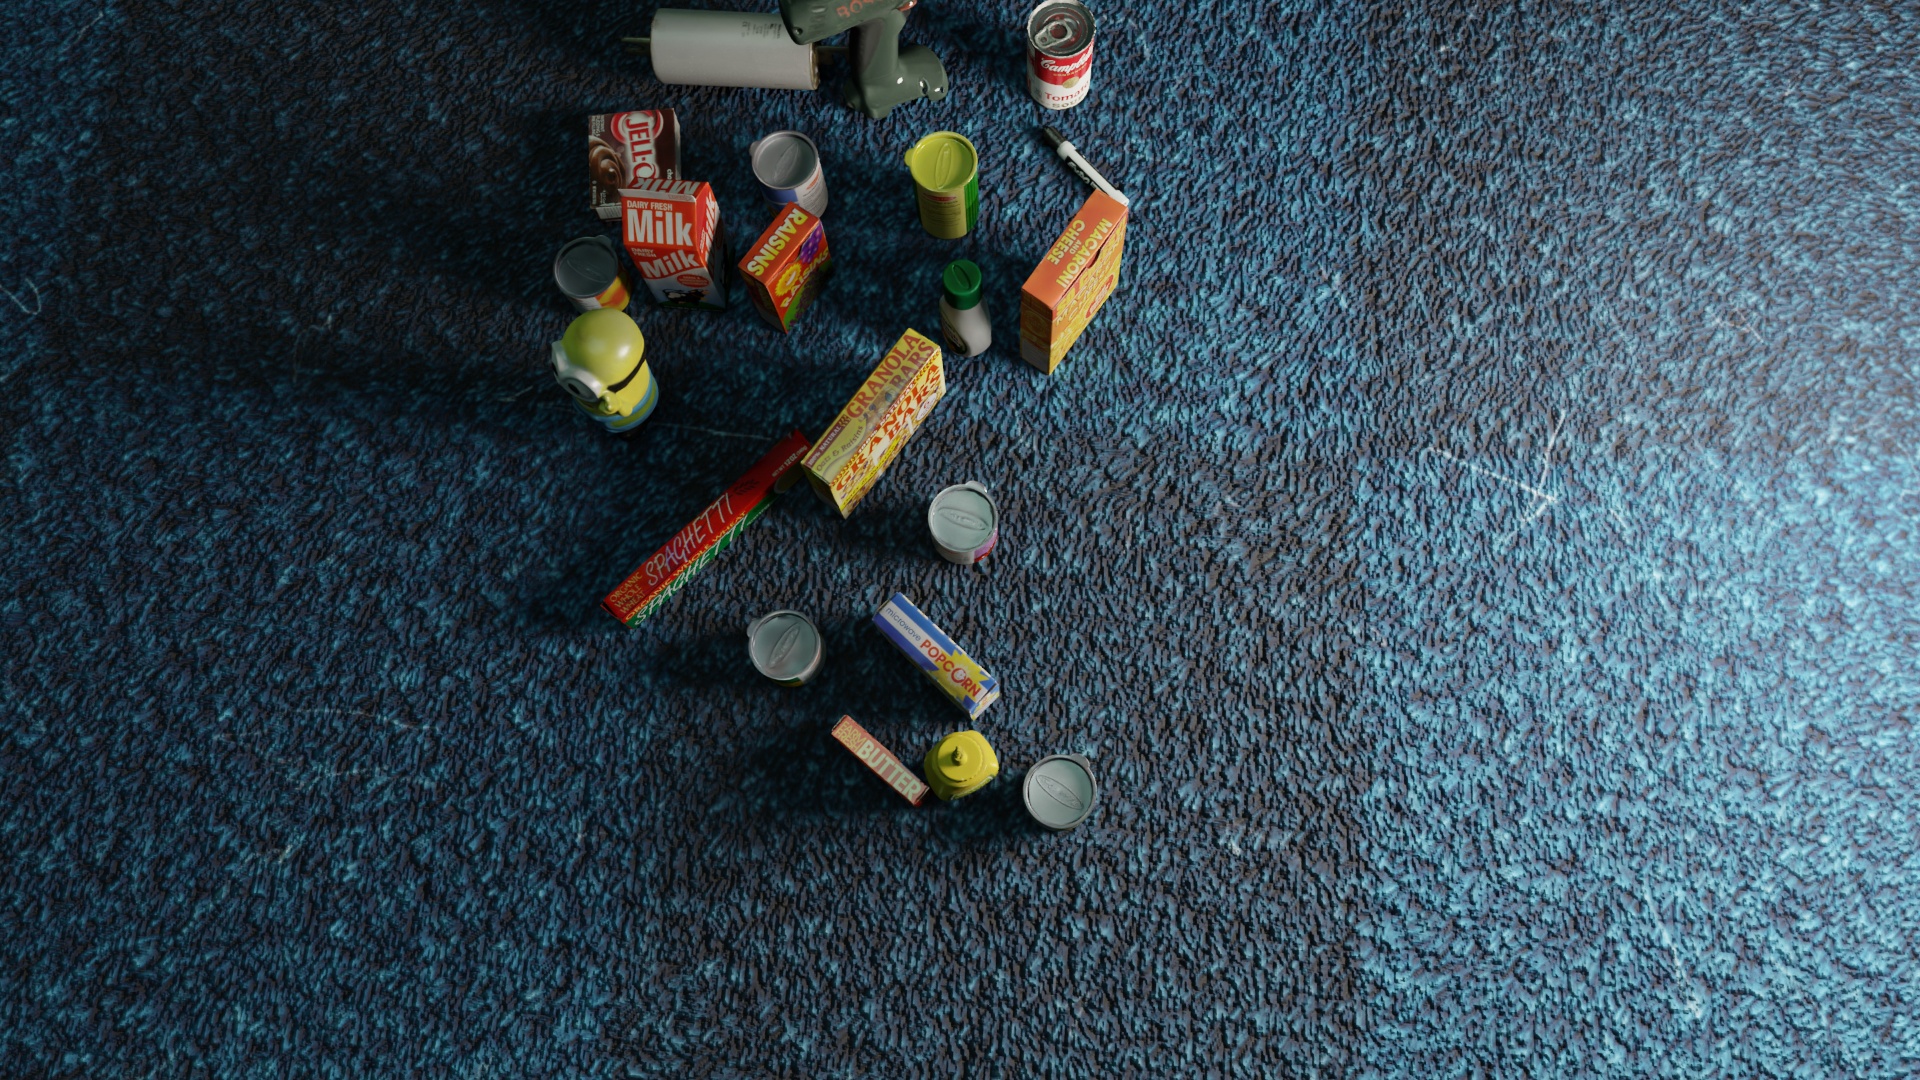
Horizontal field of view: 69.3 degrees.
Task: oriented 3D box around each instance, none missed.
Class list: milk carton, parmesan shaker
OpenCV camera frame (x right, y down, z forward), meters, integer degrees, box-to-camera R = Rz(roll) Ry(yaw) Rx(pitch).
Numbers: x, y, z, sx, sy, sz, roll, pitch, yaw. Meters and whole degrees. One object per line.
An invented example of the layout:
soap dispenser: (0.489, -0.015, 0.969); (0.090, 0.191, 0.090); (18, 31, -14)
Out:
milk carton: (-0.272, -0.291, 1.339); (0.072, 0.190, 0.073); (5, 77, 3)
parmesan shaker: (-0.017, -0.355, 1.392); (0.071, 0.103, 0.071); (0, 76, 2)

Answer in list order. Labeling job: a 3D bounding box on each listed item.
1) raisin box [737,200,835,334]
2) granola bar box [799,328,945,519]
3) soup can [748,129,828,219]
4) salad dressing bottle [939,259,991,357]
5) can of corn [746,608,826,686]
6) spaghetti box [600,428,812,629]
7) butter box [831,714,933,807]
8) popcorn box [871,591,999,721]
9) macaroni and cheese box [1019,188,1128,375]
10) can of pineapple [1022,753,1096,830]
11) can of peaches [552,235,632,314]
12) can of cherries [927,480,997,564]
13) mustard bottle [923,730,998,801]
raisin box: (-0.169, -0.266, 1.364); (0.040, 0.123, 0.086); (35, 80, 10)
granola bar box: (-0.081, -0.110, 1.321); (0.039, 0.124, 0.166); (36, 80, 10)
soup can: (-0.174, -0.368, 1.410); (0.071, 0.083, 0.071); (0, 76, 2)
salad dressing bottle: (0.004, -0.224, 1.335); (0.044, 0.147, 0.064); (-30, 77, -5)
can of corn: (-0.164, 0.100, 1.304); (0.071, 0.058, 0.071); (0, 76, 2)
spaghetti box: (-0.239, -0.010, 1.339); (0.250, 0.050, 0.029); (-43, 79, -9)
butter box: (-0.072, 0.204, 1.277); (0.103, 0.053, 0.024); (39, 81, 11)
popcorn box: (-0.022, 0.108, 1.284); (0.127, 0.085, 0.038); (42, 81, 11)
macaroni and cheese box: (0.107, -0.243, 1.327); (0.040, 0.166, 0.124); (34, 80, 9)
can of pineapple: (0.091, 0.229, 1.263); (0.071, 0.057, 0.071); (0, 76, 2)
can of peaches: (-0.369, -0.266, 1.404); (0.071, 0.058, 0.071); (0, 76, 2)
can of cherries: (0.005, -0.017, 1.328); (0.071, 0.058, 0.071); (0, 76, 2)
mustard bottle: (-0.001, 0.196, 1.222); (0.065, 0.160, 0.049); (-28, 77, -5)
